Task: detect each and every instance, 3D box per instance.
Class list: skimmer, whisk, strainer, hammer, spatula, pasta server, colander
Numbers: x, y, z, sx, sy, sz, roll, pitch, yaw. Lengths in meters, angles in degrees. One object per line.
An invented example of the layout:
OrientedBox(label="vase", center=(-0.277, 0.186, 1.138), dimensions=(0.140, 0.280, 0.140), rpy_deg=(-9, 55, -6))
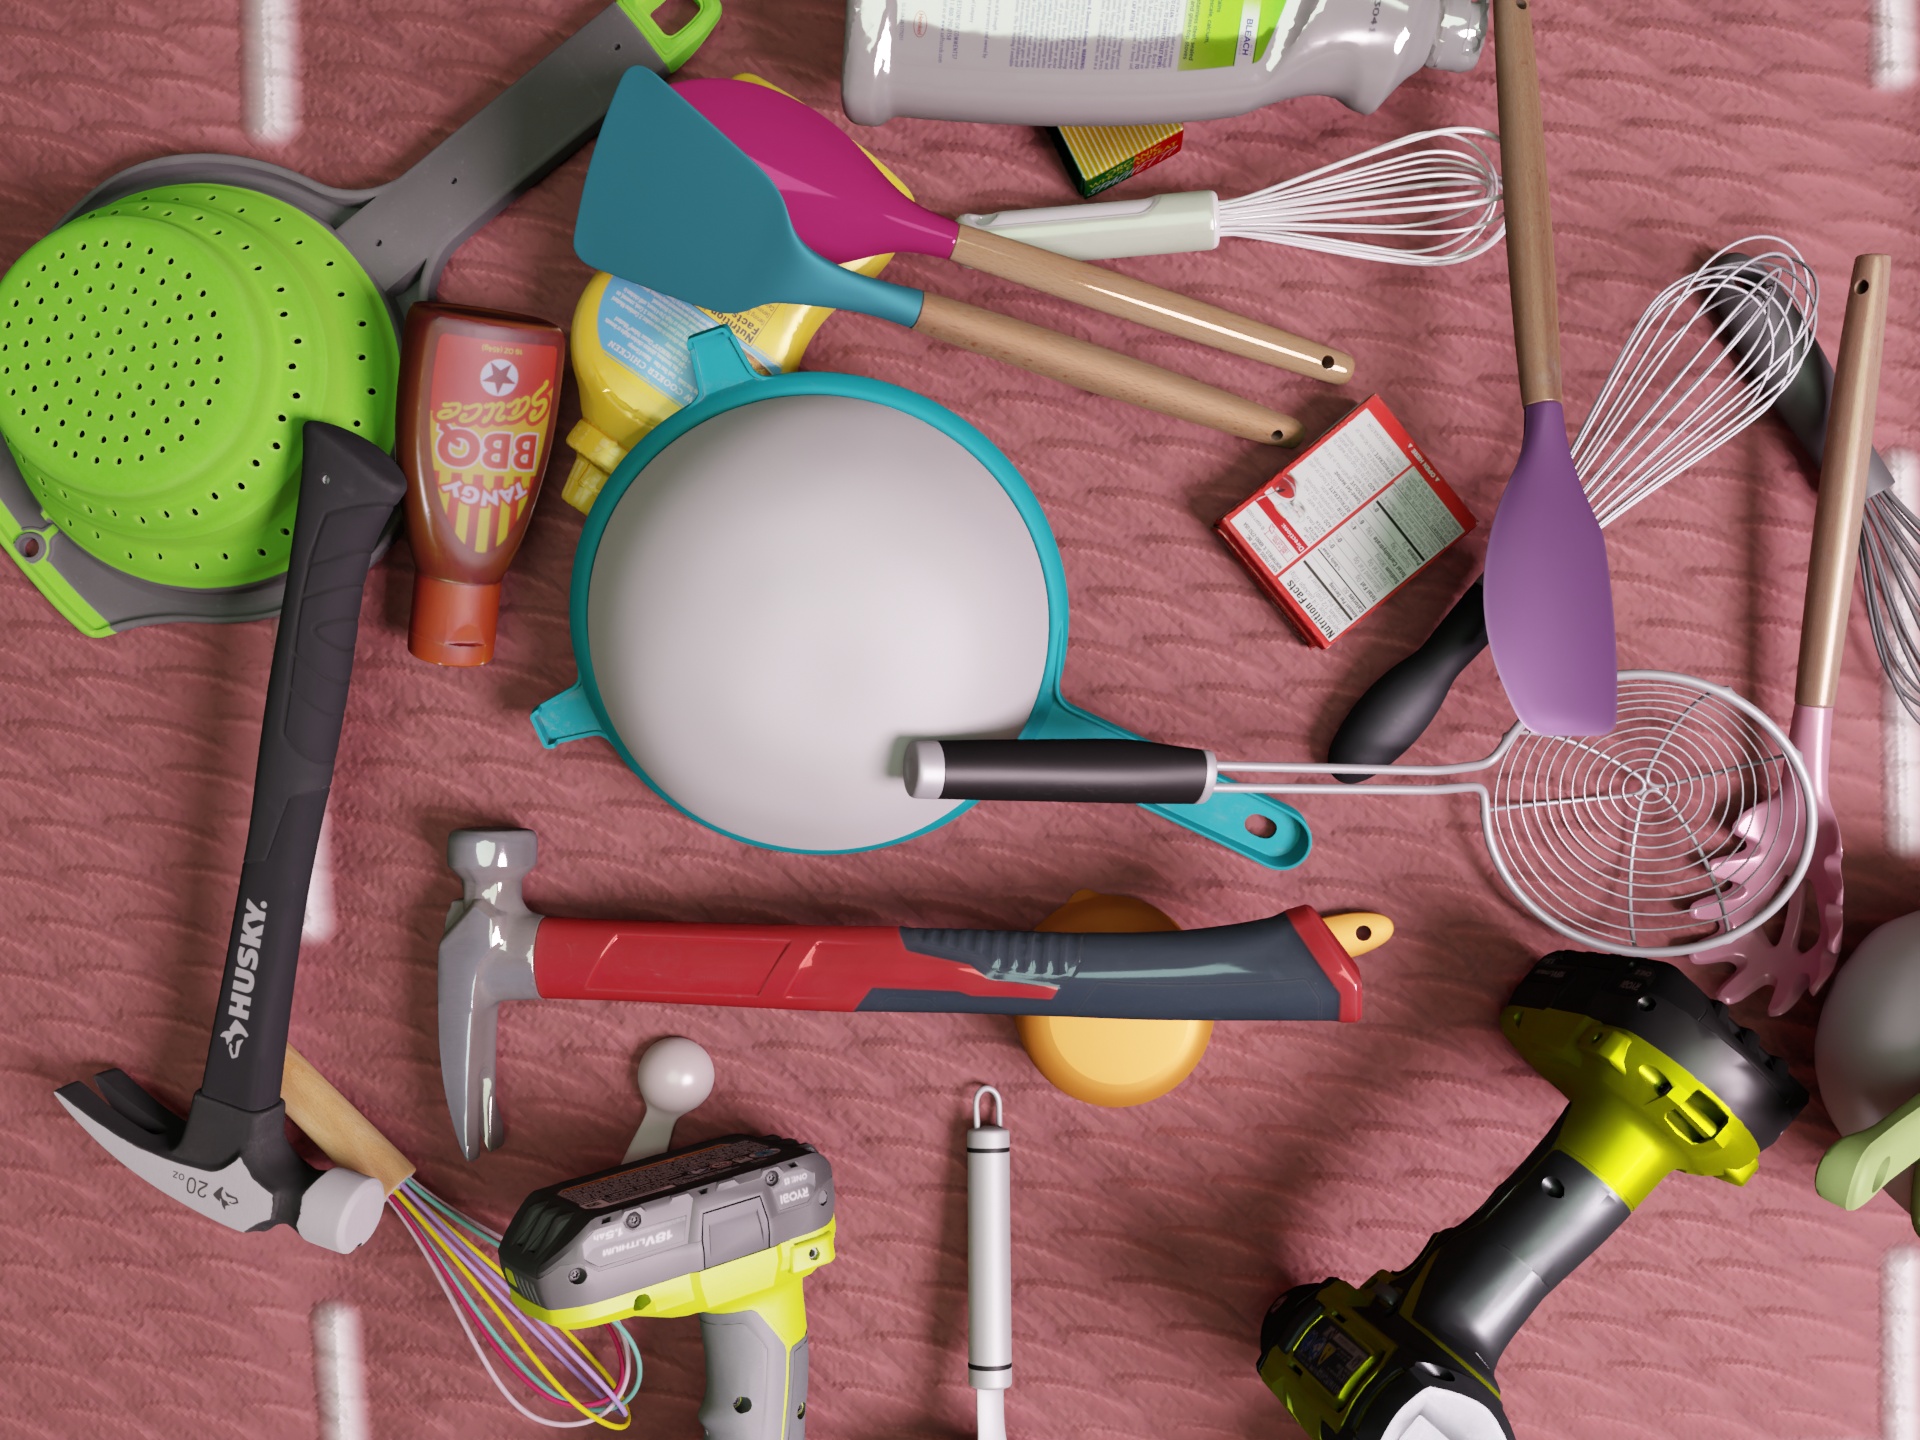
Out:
OrientedBox(label="skimmer", center=(0.161, 0.035, 0.626), dimensions=(0.363, 0.090, 0.127), rpy_deg=(2, 113, -19))
OrientedBox(label="whisk", center=(0.117, -0.217, 0.684), dimensions=(0.246, 0.058, 0.059), rpy_deg=(-4, 126, 5))
OrientedBox(label="strainer", center=(-0.001, -0.002, 0.645), dimensions=(0.340, 0.095, 0.211), rpy_deg=(25, 106, -8))
OrientedBox(label="whisk", center=(0.387, -0.097, 0.686), dimensions=(0.055, 0.055, 0.239), rpy_deg=(-28, 86, 1))
OrientedBox(label="hammer", center=(-0.033, 0.118, 0.657), dimensions=(0.386, 0.038, 0.143), rpy_deg=(0, 89, 12))
OrientedBox(label="strainer", center=(0.361, 0.138, 0.624), dimensions=(0.069, 0.256, 0.151), rpy_deg=(20, 107, 43))
OrientedBox(label="spatula", center=(0.229, -0.150, 0.636), dimensions=(0.059, 0.018, 0.316), rpy_deg=(2, 81, -16))
OrientedBox(label="hammer", center=(-0.285, 0.044, 0.659), dimensions=(0.146, 0.035, 0.335), rpy_deg=(14, 98, 13))
OrientedBox(label="whisk", center=(0.255, -0.082, 0.675), dimensions=(0.070, 0.070, 0.284), rpy_deg=(39, 100, 0))
OrientedBox(label="spatula", center=(0.005, -0.167, 0.652), dimensions=(0.317, 0.044, 0.082), rpy_deg=(14, 126, -21))
OrientedBox(label="pasta server", center=(0.358, -0.033, 0.667), dimensions=(0.040, 0.060, 0.316), rpy_deg=(-5, 102, -39))
OrientedBox(label="whisk", center=(-0.230, 0.219, 0.694), dimensions=(0.245, 0.047, 0.051), rpy_deg=(43, 114, 4))
OrientedBox(label="colander", center=(-0.266, -0.195, 0.662), dimensions=(0.397, 0.094, 0.204), rpy_deg=(-39, 91, 1))
OrientedBox(label="strainer", center=(0.013, 0.290, 0.685), dimensions=(0.086, 0.050, 0.258), rpy_deg=(5, 78, -25))

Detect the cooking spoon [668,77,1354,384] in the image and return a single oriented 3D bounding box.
OrientedBox(label="cooking spoon", center=(0.021, -0.192, 0.662), dimensions=(0.318, 0.017, 0.069), rpy_deg=(14, 98, -14))

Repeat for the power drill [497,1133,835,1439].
OrientedBox(label="power drill", center=(-0.115, 0.301, 0.645), dimensions=(0.190, 0.080, 0.228), rpy_deg=(-8, 88, -34))

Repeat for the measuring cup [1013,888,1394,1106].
OrientedBox(label="measuring cup", center=(0.107, 0.112, 0.685), dimensions=(0.173, 0.052, 0.095), rpy_deg=(-14, 91, 3))

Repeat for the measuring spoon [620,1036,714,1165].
OrientedBox(label="measuring spoon", center=(-0.143, 0.201, 0.706), dimensions=(0.034, 0.018, 0.124), rpy_deg=(20, 92, 0))

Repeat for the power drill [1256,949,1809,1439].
OrientedBox(label="power drill", center=(0.213, 0.201, 0.639), dimensions=(0.080, 0.171, 0.223), rpy_deg=(44, 83, -1))
